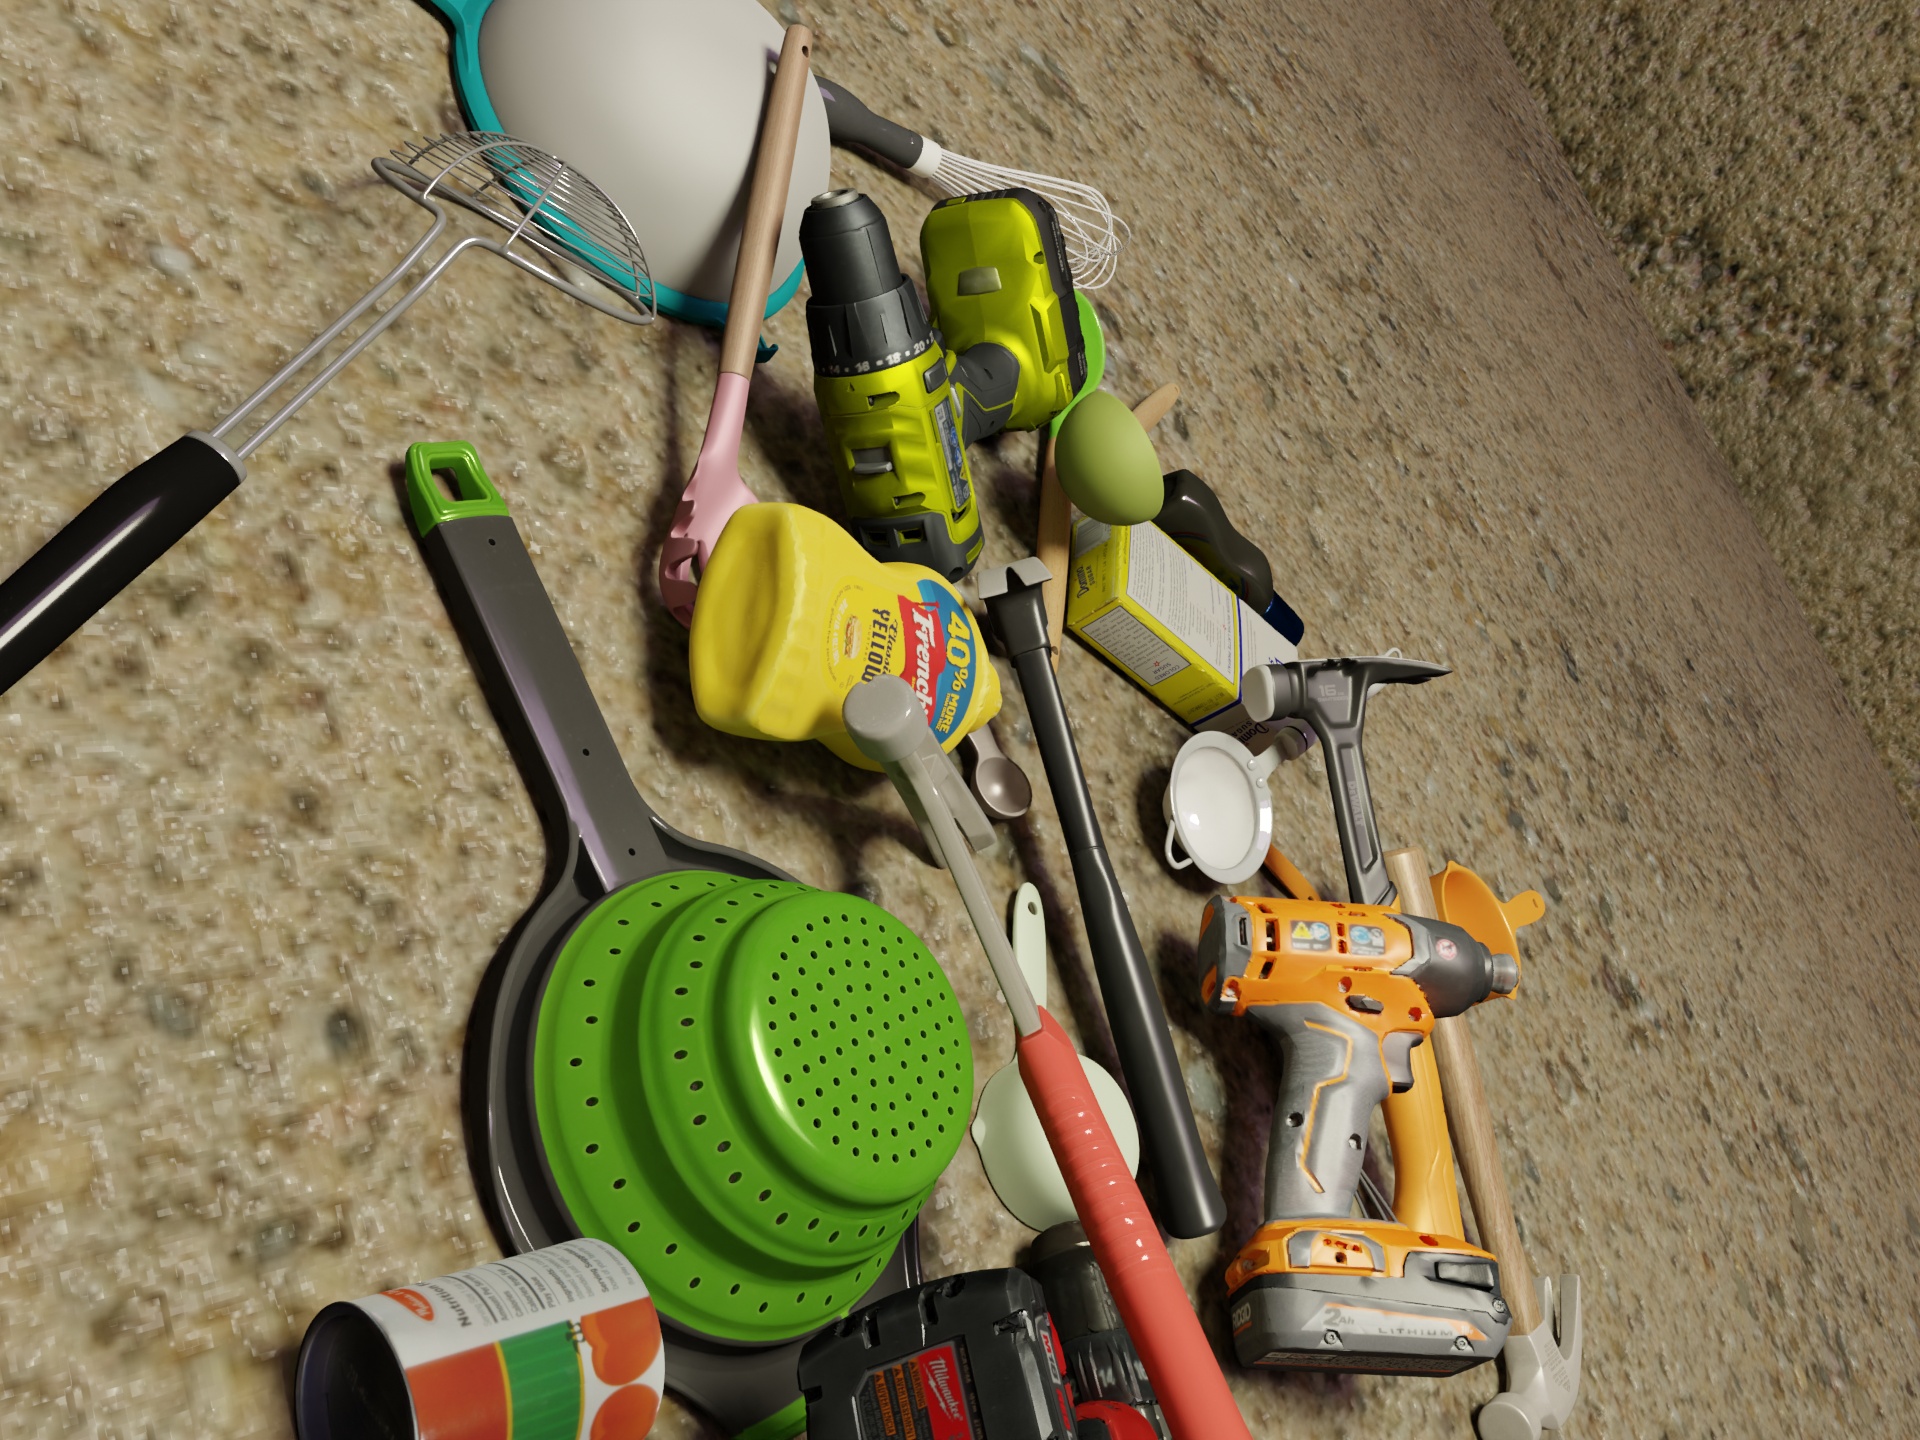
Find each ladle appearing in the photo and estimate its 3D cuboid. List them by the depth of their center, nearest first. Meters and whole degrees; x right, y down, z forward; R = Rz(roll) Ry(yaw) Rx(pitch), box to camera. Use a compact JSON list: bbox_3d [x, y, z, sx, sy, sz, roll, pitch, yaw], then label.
[{"bbox_3d":[0.118,-0.186,0.994,0.078,0.062,0.320,65,23,-12],"label":"ladle"}]

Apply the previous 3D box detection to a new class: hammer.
[{"bbox_3d":[0.042,0.149,0.597,0.359,0.036,0.149,65,2,35],"label":"hammer"},{"bbox_3d":[0.066,0.079,0.767,0.146,0.035,0.335,65,9,-79],"label":"hammer"},{"bbox_3d":[0.241,0.129,0.887,0.127,0.034,0.337,-4,80,-22],"label":"hammer"},{"bbox_3d":[0.298,0.236,0.926,0.130,0.031,0.331,-1,76,-53],"label":"hammer"}]

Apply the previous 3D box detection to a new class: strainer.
[{"bbox_3d":[-0.182,-0.342,0.765,0.340,0.095,0.211,34,43,-31],"label":"strainer"},{"bbox_3d":[0.188,0.019,0.936,0.258,0.050,0.087,-33,102,-33],"label":"strainer"}]

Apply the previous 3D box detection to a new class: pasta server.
[{"bbox_3d":[-0.093,-0.182,0.728,0.060,0.040,0.316,28,66,-54],"label":"pasta server"}]

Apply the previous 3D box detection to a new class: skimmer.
[{"bbox_3d":[-0.237,-0.115,0.594,0.127,0.090,0.363,31,52,-3],"label":"skimmer"}]

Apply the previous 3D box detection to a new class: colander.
[{"bbox_3d":[-0.098,0.054,0.584,0.204,0.094,0.397,-17,78,-52],"label":"colander"}]

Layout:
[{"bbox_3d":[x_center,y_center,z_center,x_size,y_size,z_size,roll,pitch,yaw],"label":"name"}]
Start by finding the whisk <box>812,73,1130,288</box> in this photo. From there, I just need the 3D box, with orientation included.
[{"bbox_3d":[0.000,-0.349,1.018,0.284,0.070,0.070,14,55,-38],"label":"whisk"}]

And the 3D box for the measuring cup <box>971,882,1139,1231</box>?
[{"bbox_3d":[0.046,0.146,0.730,0.083,0.038,0.168,25,50,-37],"label":"measuring cup"}]

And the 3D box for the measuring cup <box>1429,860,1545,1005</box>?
[{"bbox_3d":[0.343,0.142,1.068,0.173,0.052,0.095,-6,70,-53],"label":"measuring cup"}]

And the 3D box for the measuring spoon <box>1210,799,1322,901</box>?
[{"bbox_3d":[0.186,0.086,0.962,0.116,0.011,0.021,44,39,-25],"label":"measuring spoon"}]

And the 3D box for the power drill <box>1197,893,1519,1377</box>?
[{"bbox_3d":[0.204,0.196,0.782,0.164,0.084,0.227,3,60,-3],"label":"power drill"}]

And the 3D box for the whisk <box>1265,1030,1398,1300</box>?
[{"bbox_3d":[0.194,0.216,0.849,0.055,0.055,0.239,17,50,-42],"label":"whisk"}]

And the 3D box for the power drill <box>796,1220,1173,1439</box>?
[{"bbox_3d":[0.032,0.255,0.564,0.226,0.080,0.188,48,21,-52],"label":"power drill"}]

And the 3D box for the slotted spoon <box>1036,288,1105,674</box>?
[{"bbox_3d":[0.057,-0.150,0.965,0.070,0.031,0.314,32,46,-31],"label":"slotted spoon"}]

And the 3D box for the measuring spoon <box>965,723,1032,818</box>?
[{"bbox_3d":[-0.001,-0.003,0.807,0.034,0.018,0.124,-9,65,-42],"label":"measuring spoon"}]

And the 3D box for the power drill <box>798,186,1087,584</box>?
[{"bbox_3d":[-0.010,-0.198,0.829,0.229,0.080,0.190,-57,139,-53],"label":"power drill"}]
